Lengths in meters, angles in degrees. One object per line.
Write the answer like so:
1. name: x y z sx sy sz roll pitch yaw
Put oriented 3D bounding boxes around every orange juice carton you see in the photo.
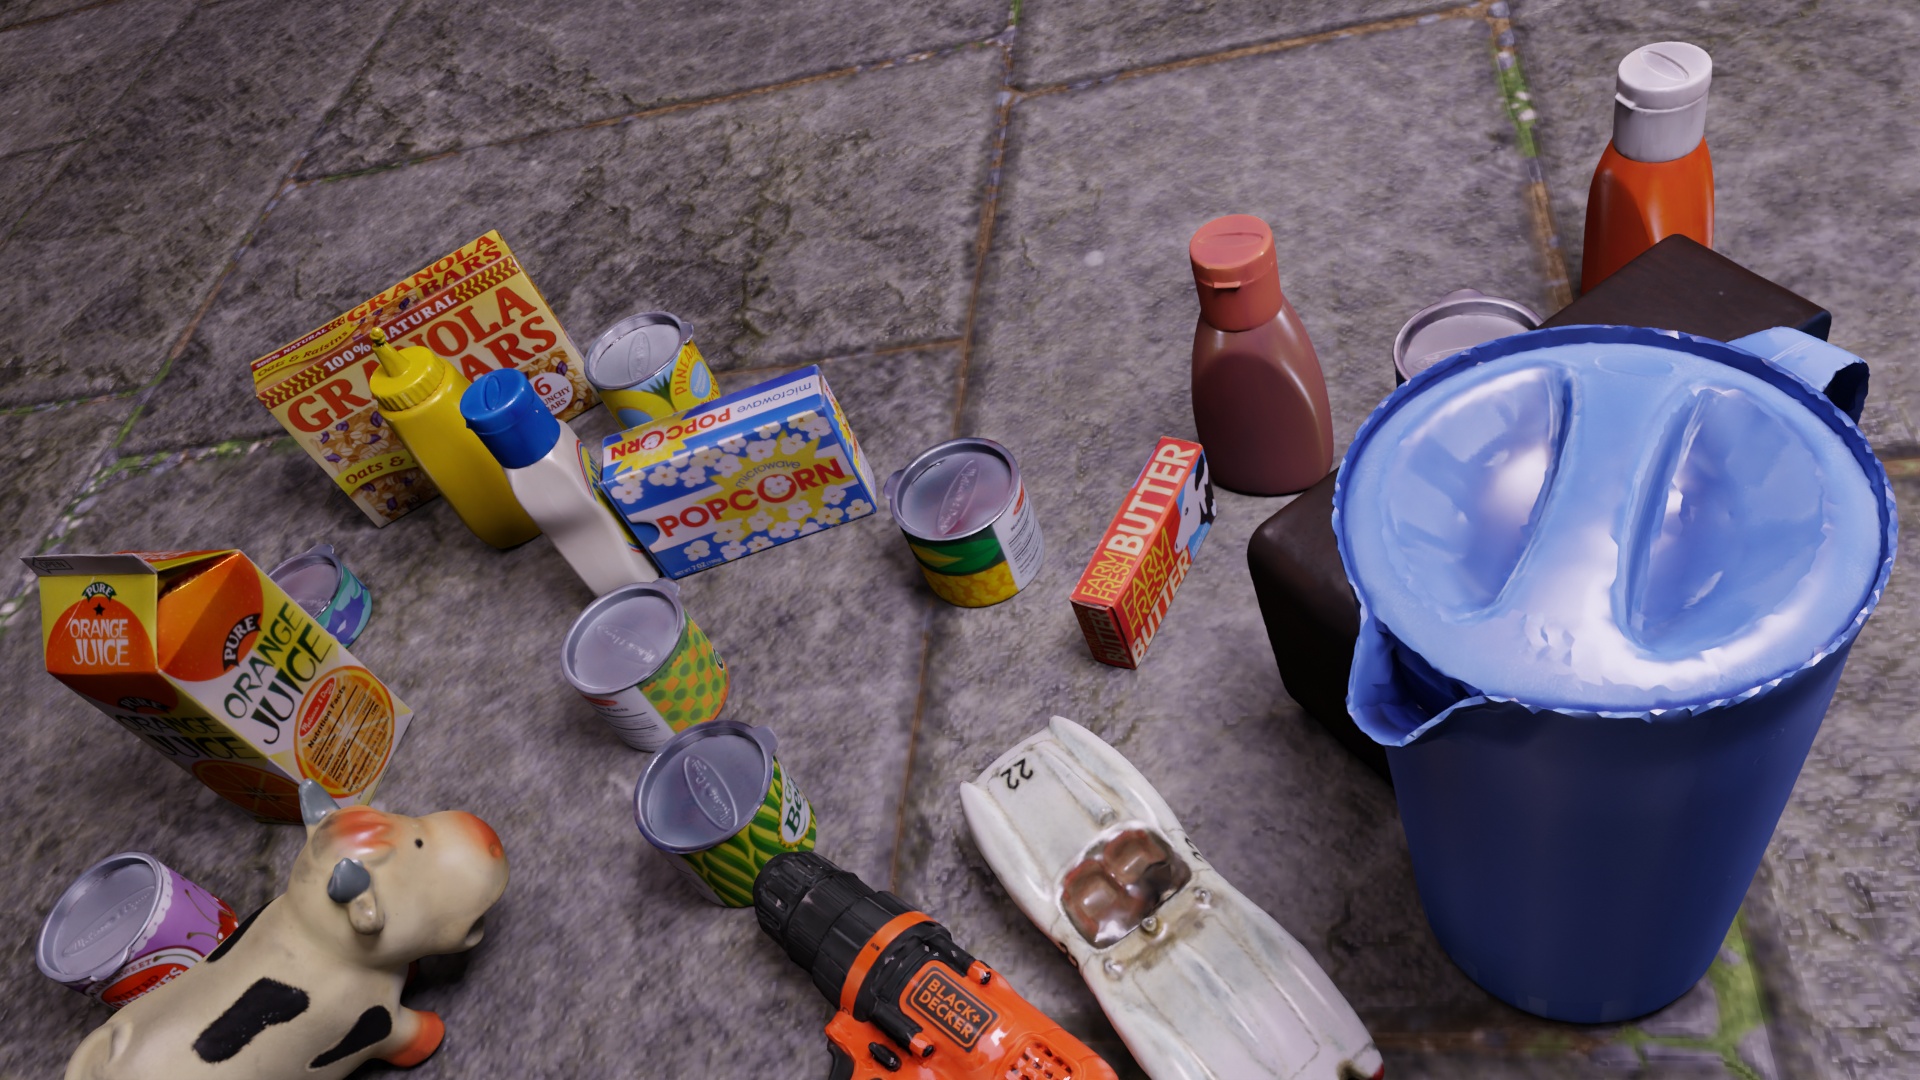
1. orange juice carton: -0.367 0.065 0.688 0.072 0.191 0.073 -1 51 20

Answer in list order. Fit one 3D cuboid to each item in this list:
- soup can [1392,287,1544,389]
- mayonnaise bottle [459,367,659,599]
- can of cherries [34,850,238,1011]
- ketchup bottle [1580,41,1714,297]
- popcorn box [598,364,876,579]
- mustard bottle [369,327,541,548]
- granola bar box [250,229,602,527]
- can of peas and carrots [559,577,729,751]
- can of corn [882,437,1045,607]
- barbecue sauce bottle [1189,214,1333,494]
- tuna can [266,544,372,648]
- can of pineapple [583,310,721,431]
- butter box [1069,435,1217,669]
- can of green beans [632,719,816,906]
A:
1. soup can: 0.236 -0.062 0.640 0.071 0.083 0.072 -11 49 13
2. mayonnaise bottle: -0.210 -0.027 0.737 0.041 0.147 0.065 -23 47 1
3. can of cherries: -0.401 0.197 0.680 0.071 0.058 0.072 -11 48 12
4. ketchup bottle: 0.320 -0.156 0.644 0.043 0.148 0.065 -25 47 -1
5. popcorn box: -0.118 -0.035 0.752 0.127 0.085 0.038 -18 47 5
6. mustard bottle: -0.291 -0.063 0.790 0.049 0.159 0.065 -26 47 -1
7. granola bar box: -0.323 -0.098 0.857 0.166 0.123 0.039 -31 47 -6
8. can of peas and carrots: -0.156 0.062 0.701 0.071 0.058 0.071 -11 48 12
9. can of corn: 0.003 -0.009 0.701 0.071 0.058 0.071 -11 48 12
10. barbecue sauce bottle: 0.137 -0.084 0.652 0.065 0.148 0.044 2 53 23
11. tuna can: -0.387 0.039 0.826 0.071 0.032 0.071 -11 48 12
12. can of pineapple: -0.185 -0.097 0.849 0.071 0.057 0.071 -11 48 12
13. butter box: 0.089 0.006 0.659 0.024 0.053 0.104 15 58 31
14. can of green beans: -0.105 0.124 0.629 0.071 0.057 0.071 -11 48 12
